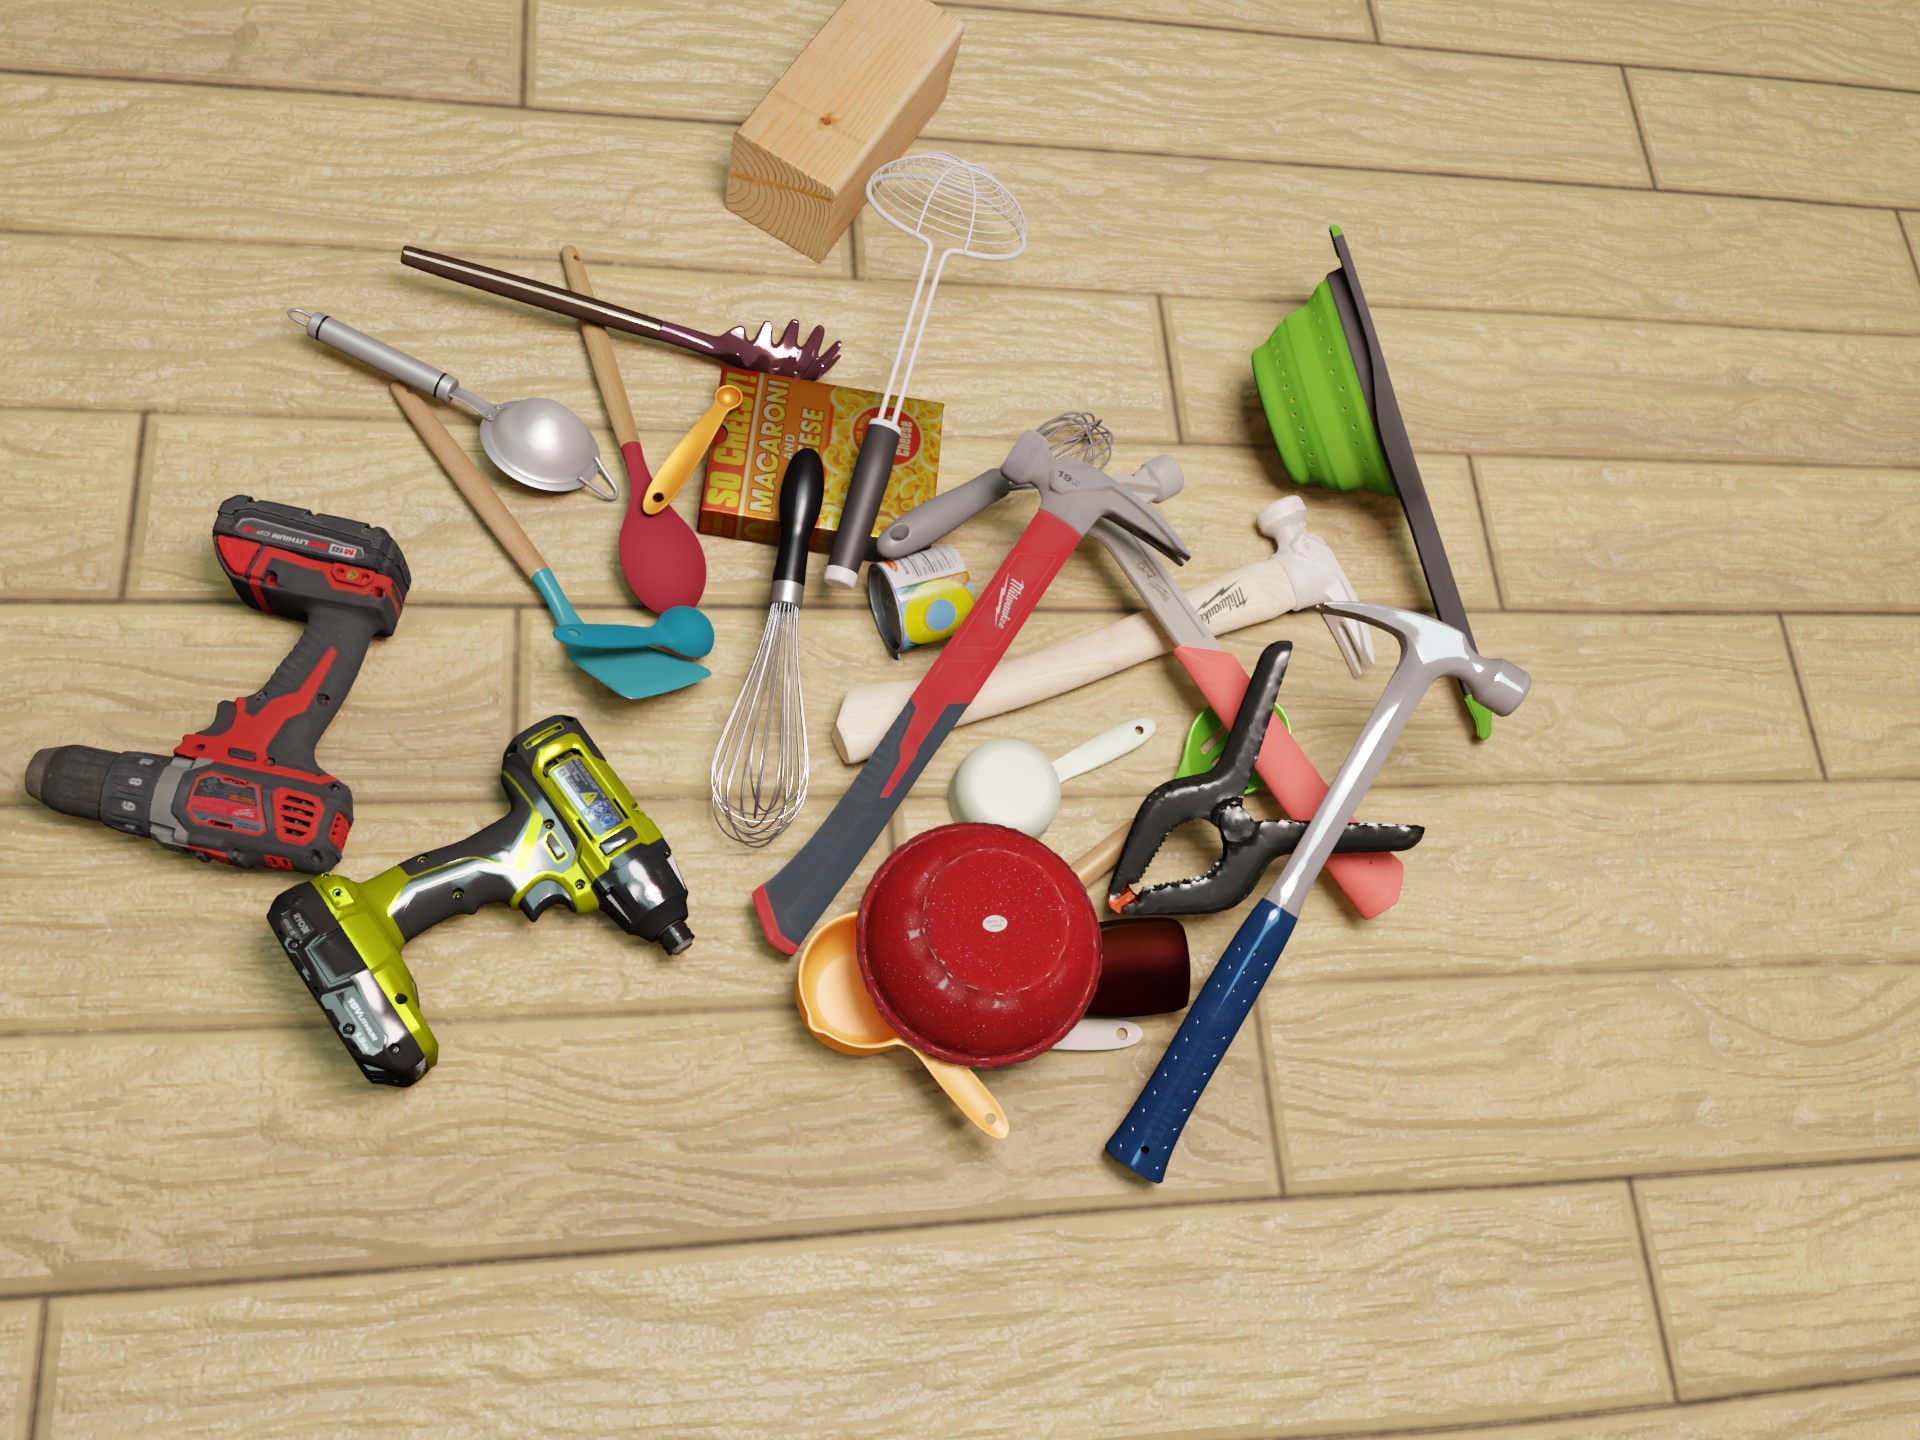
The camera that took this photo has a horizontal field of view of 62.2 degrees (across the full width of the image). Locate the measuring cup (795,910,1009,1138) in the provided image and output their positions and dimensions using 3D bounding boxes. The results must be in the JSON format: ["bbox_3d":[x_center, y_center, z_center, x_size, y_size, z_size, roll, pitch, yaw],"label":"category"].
[{"bbox_3d":[-0.035,0.202,1.016,0.095,0.052,0.174,-40,83,-23],"label":"measuring cup"}]

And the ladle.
[{"bbox_3d":[-0.244,-0.218,1.148,0.069,0.031,0.316,-1,62,-43],"label":"ladle"}]

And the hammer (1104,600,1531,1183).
[{"bbox_3d":[0.207,0.109,1.030,0.144,0.035,0.405,31,88,1],"label":"hammer"}]

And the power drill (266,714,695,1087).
[{"bbox_3d":[-0.289,0.118,0.983,0.223,0.080,0.171,-33,78,-24],"label":"power drill"}]

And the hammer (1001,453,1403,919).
[{"bbox_3d":[0.184,-0.013,1.116,0.149,0.036,0.359,-32,82,-18],"label":"hammer"}]

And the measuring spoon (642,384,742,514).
[{"bbox_3d":[-0.188,-0.189,1.118,0.021,0.011,0.117,28,71,6],"label":"measuring spoon"}]

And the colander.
[{"bbox_3d":[0.305,-0.166,1.208,0.094,0.204,0.397,-18,88,17],"label":"colander"}]

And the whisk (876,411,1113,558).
[{"bbox_3d":[0.028,-0.170,1.156,0.239,0.055,0.055,-34,79,-34],"label":"whisk"}]

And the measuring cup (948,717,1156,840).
[{"bbox_3d":[0.071,0.031,1.110,0.167,0.038,0.083,-25,76,-18],"label":"measuring cup"}]

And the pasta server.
[{"bbox_3d":[-0.243,-0.299,1.158,0.316,0.040,0.060,14,38,-14],"label":"pasta server"}]

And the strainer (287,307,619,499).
[{"bbox_3d":[-0.353,-0.230,1.115,0.258,0.050,0.087,26,44,-3],"label":"strainer"}]

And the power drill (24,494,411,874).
[{"bbox_3d":[-0.460,-0.023,1.005,0.188,0.080,0.227,12,70,-6],"label":"power drill"}]

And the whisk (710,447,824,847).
[{"bbox_3d":[-0.123,-0.054,1.076,0.070,0.070,0.285,9,75,-8],"label":"whisk"}]

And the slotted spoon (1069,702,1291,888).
[{"bbox_3d":[0.111,0.083,1.106,0.314,0.031,0.070,-36,82,-20],"label":"slotted spoon"}]

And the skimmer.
[{"bbox_3d":[-0.043,-0.259,1.163,0.127,0.090,0.363,17,77,-9],"label":"skimmer"}]

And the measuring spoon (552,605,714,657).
[{"bbox_3d":[-0.212,-0.062,1.051,0.128,0.021,0.042,-4,50,-50],"label":"measuring spoon"}]

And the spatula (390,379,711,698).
[{"bbox_3d":[-0.297,-0.127,1.094,0.318,0.044,0.082,50,35,12],"label":"spatula"}]

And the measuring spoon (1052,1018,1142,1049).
[{"bbox_3d":[0.062,0.210,1.055,0.124,0.018,0.034,3,73,-18],"label":"measuring spoon"}]

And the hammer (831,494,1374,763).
[{"bbox_3d":[0.105,-0.041,1.149,0.410,0.038,0.146,-20,75,-18],"label":"hammer"}]

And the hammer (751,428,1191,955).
[{"bbox_3d":[-0.002,-0.003,1.060,0.143,0.038,0.386,34,80,0],"label":"hammer"}]
